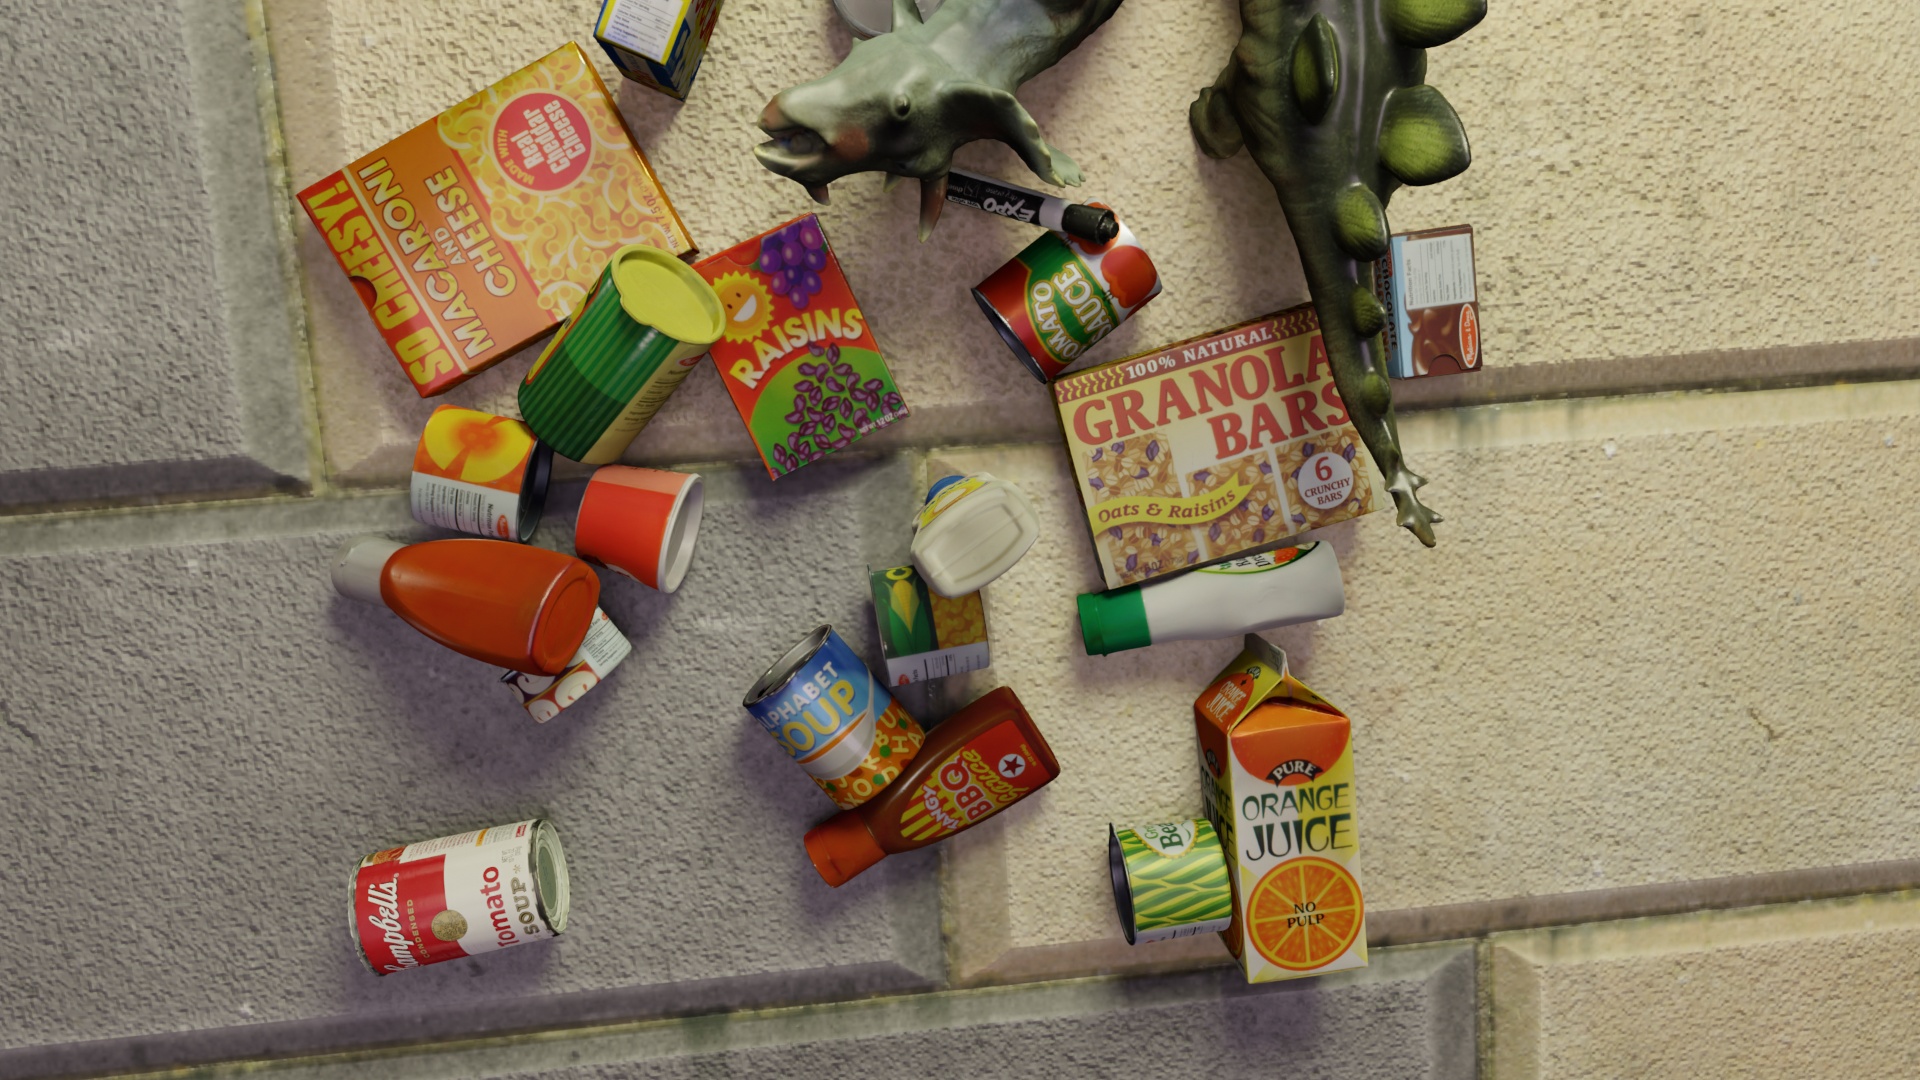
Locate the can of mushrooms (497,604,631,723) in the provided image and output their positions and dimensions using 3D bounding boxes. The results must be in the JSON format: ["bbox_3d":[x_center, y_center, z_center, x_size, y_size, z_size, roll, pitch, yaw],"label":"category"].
[{"bbox_3d":[-0.219,0.069,0.766,0.071,0.071,0.033,-37,101,1],"label":"can of mushrooms"}]

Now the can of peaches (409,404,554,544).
[{"bbox_3d":[-0.256,-0.037,0.749,0.058,0.071,0.071,12,97,-6],"label":"can of peaches"}]

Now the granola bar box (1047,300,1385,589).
[{"bbox_3d":[0.145,-0.055,0.793,0.166,0.039,0.124,-16,100,-2],"label":"granola bar box"}]

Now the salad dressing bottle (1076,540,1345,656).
[{"bbox_3d":[0.142,0.035,0.796,0.148,0.064,0.044,-12,95,4],"label":"salad dressing bottle"}]

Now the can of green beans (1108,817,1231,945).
[{"bbox_3d":[0.122,0.199,0.813,0.058,0.071,0.071,-8,99,-4],"label":"can of green beans"}]

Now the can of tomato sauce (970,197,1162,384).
[{"bbox_3d":[0.059,-0.136,0.758,0.083,0.071,0.071,-38,100,1],"label":"can of tomato sauce"}]

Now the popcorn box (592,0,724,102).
[{"bbox_3d":[-0.144,-0.273,0.693,0.038,0.127,0.085,21,97,-10],"label":"popcorn box"}]

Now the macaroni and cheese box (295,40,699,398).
[{"bbox_3d":[-0.245,-0.169,0.742,0.166,0.040,0.123,-29,99,0],"label":"macaroni and cheese box"}]

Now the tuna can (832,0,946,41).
[{"bbox_3d":[-0.036,-0.301,0.745,0.071,0.033,0.071,-1,98,-5],"label":"tuna can"}]

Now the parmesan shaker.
[{"bbox_3d":[-0.180,-0.095,0.724,0.071,0.072,0.102,42,121,-9],"label":"parmesan shaker"}]

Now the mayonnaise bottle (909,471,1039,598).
[{"bbox_3d":[0.003,-0.009,0.731,0.065,0.148,0.041,-36,100,1],"label":"mayonnaise bottle"}]

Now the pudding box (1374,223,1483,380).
[{"bbox_3d":[0.267,-0.136,0.796,0.050,0.030,0.083,-8,99,-5],"label":"pudding box"}]

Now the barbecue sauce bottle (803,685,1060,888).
[{"bbox_3d":[-0.019,0.147,0.804,0.148,0.044,0.064,-32,116,1],"label":"barbecue sauce bottle"}]

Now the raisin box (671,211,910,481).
[{"bbox_3d":[-0.092,-0.107,0.765,0.086,0.040,0.123,-25,99,0],"label":"raisin box"}]

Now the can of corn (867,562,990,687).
[{"bbox_3d":[-0.018,0.042,0.780,0.058,0.071,0.071,-10,99,-4],"label":"can of corn"}]

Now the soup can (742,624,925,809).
[{"bbox_3d":[-0.071,0.101,0.780,0.071,0.071,0.083,-41,100,2],"label":"soup can"}]

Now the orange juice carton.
[{"bbox_3d":[0.184,0.150,0.809,0.073,0.072,0.192,-7,99,-4],"label":"orange juice carton"}]

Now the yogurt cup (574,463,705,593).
[{"bbox_3d":[-0.176,-0.010,0.760,0.054,0.072,0.072,15,97,1],"label":"yogurt cup"}]

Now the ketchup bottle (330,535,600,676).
[{"bbox_3d":[-0.267,0.027,0.736,0.149,0.043,0.065,11,68,23],"label":"ketchup bottle"}]
